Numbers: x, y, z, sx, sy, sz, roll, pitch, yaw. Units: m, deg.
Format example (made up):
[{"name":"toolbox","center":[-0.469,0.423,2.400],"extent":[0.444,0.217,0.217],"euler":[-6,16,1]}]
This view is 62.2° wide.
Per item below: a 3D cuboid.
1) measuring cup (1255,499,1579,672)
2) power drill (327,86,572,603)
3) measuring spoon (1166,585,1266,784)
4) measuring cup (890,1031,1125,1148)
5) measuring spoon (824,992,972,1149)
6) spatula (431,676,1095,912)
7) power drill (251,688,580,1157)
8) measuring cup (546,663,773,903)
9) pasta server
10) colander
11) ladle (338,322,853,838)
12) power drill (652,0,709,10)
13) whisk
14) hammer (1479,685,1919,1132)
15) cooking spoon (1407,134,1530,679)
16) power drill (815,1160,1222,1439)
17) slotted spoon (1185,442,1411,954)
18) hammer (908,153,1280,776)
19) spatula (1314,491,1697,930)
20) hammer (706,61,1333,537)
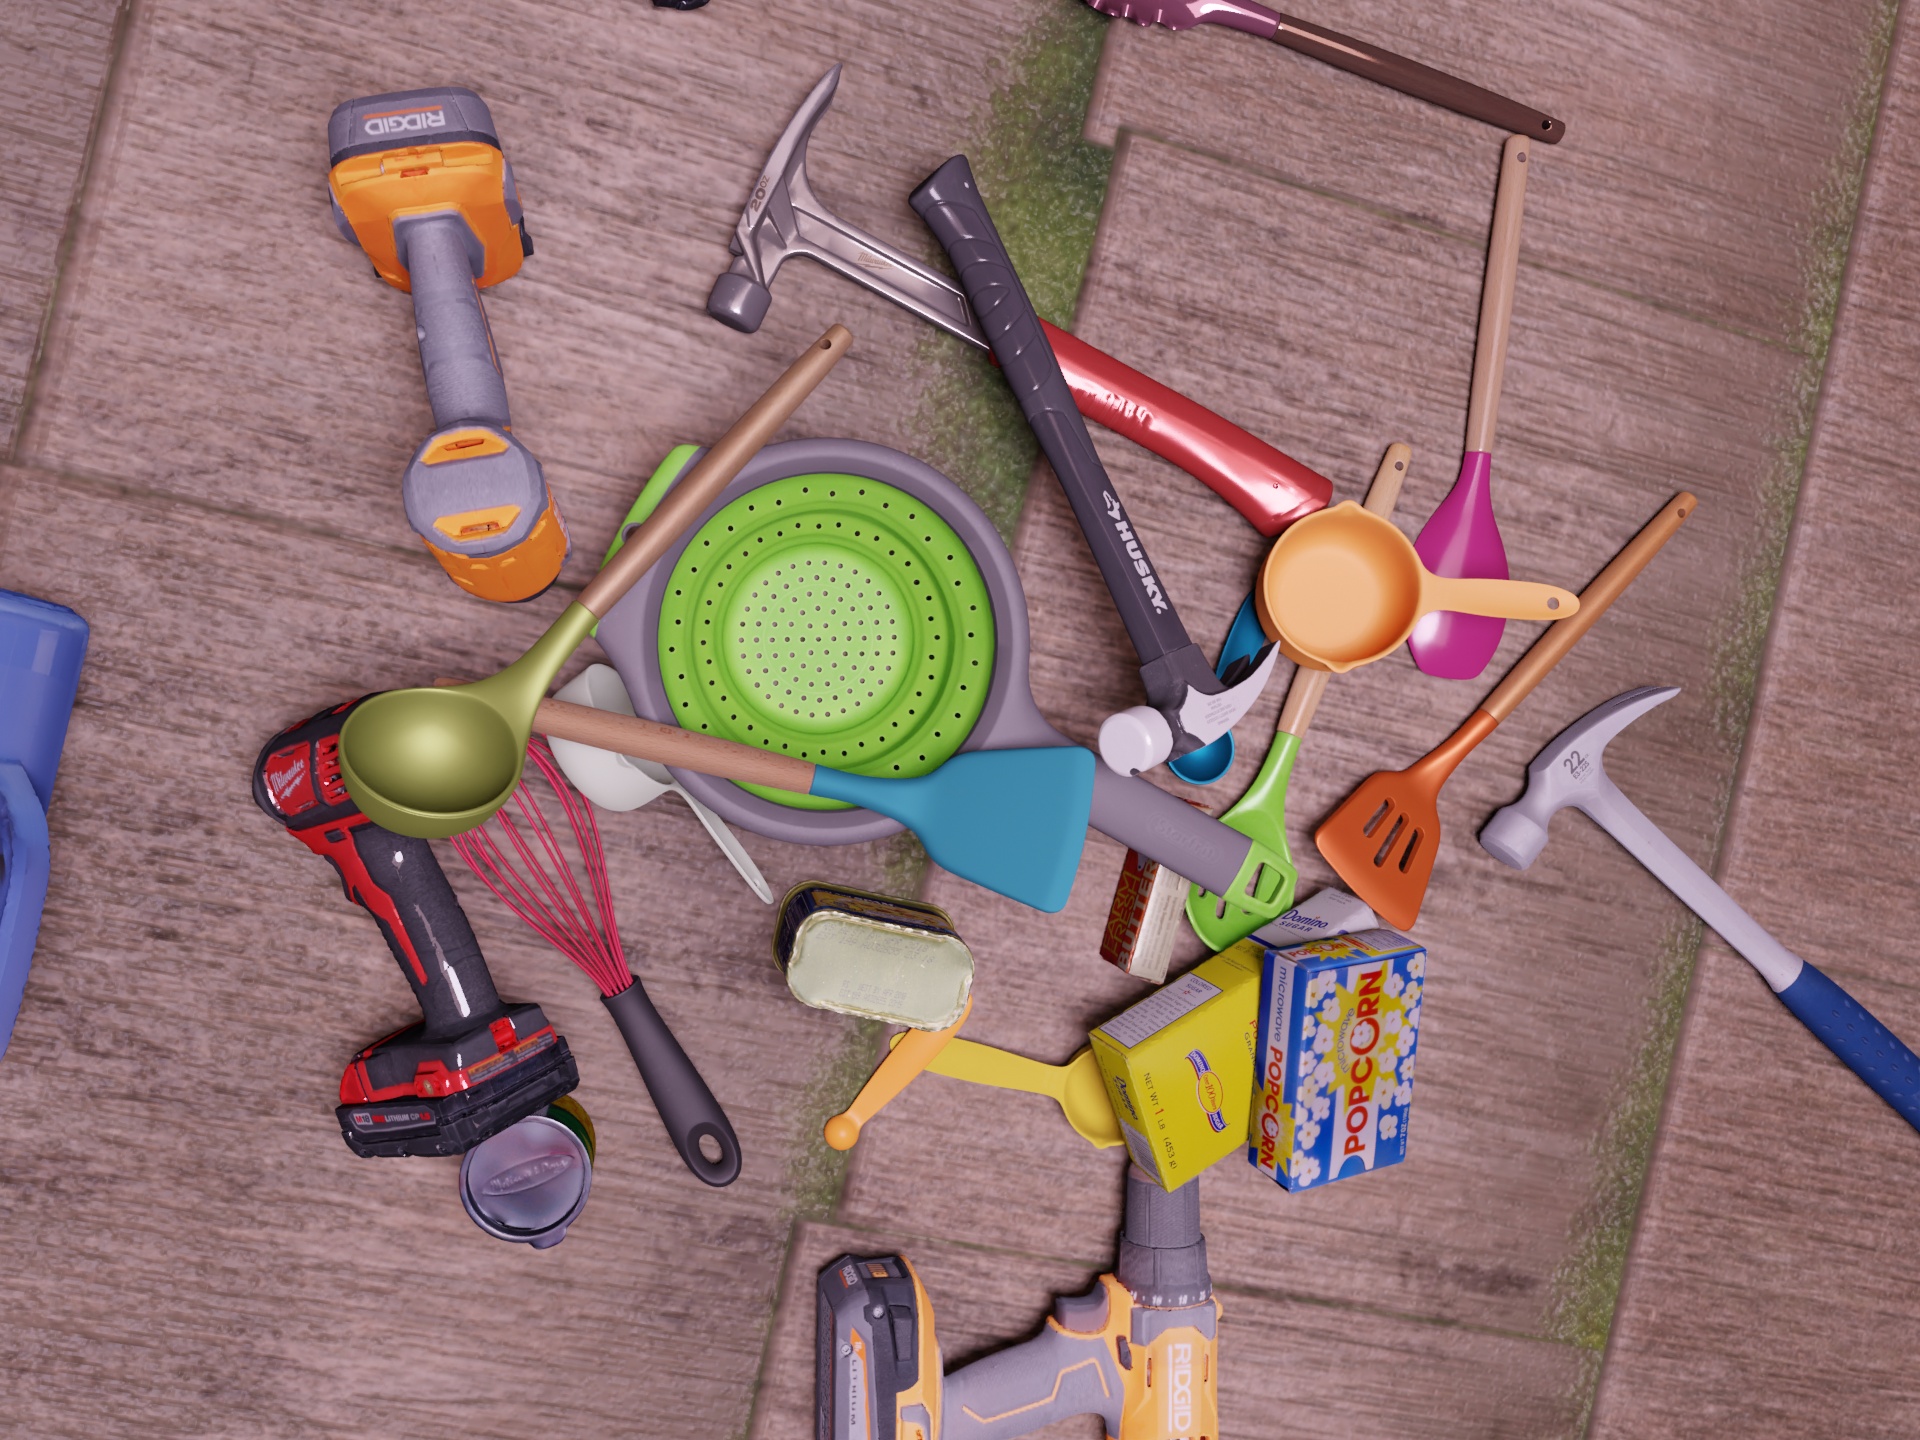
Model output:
[{"name":"measuring cup","center":[0.250,-0.067,0.886],"extent":[0.173,0.052,0.095],"euler":[4,84,-1]},{"name":"power drill","center":[-0.242,-0.169,0.785],"extent":[0.084,0.164,0.226],"euler":[-11,82,-9]},{"name":"measuring spoon","center":[0.152,-0.022,0.919],"extent":[0.042,0.021,0.129],"euler":[27,79,-9]},{"name":"measuring cup","center":[0.037,0.199,0.906],"extent":[0.156,0.029,0.062],"euler":[13,90,2]},{"name":"measuring spoon","center":[-0.034,0.195,0.889],"extent":[0.021,0.011,0.117],"euler":[42,91,4]},{"name":"spatula","center":[-0.096,0.020,0.766],"extent":[0.317,0.044,0.082],"euler":[13,84,-8]},{"name":"power drill","center":[-0.285,0.100,0.793],"extent":[0.078,0.143,0.219],"euler":[-24,98,-50]},{"name":"measuring cup","center":[-0.160,0.045,0.848],"extent":[0.038,0.083,0.167],"euler":[-31,115,10]},{"name":"pasta server","center":[0.205,-0.384,0.900],"extent":[0.316,0.040,0.060],"euler":[15,102,-11]},{"name":"colander","center":[-0.001,-0.003,0.849],"extent":[0.397,0.094,0.204],"euler":[29,89,-10]},{"name":"ladle","center":[-0.158,-0.075,0.736],"extent":[0.078,0.062,0.320],"euler":[38,78,11]},{"name":"power drill","center":[-0.228,-0.407,0.775],"extent":[0.226,0.188,0.080],"euler":[-7,89,-28]},{"name":"whisk","center":[-0.191,0.126,0.845],"extent":[0.073,0.073,0.295],"euler":[-28,103,-8]},{"name":"hammer","center":[0.504,0.145,0.973],"extent":[0.405,0.035,0.144],"euler":[41,86,-9]},{"name":"cooking spoon","center":[0.307,-0.183,0.935],"extent":[0.068,0.017,0.319],"euler":[6,92,-11]},{"name":"power drill","center":[0.037,0.334,0.882],"extent":[0.226,0.084,0.185],"euler":[1,90,-14]},{"name":"slotted spoon","center":[0.201,-0.014,0.920],"extent":[0.070,0.031,0.314],"euler":[22,87,-12]},{"name":"hammer","center":[0.060,-0.141,0.827],"extent":[0.146,0.035,0.335],"euler":[-21,85,-48]},{"name":"spatula","center":[0.331,-0.018,0.935],"extent":[0.081,0.041,0.322],"euler":[45,84,-8]},{"name":"hammer","center":[0.050,-0.210,0.881],"extent":[0.359,0.037,0.149],"euler":[26,88,-9]}]
